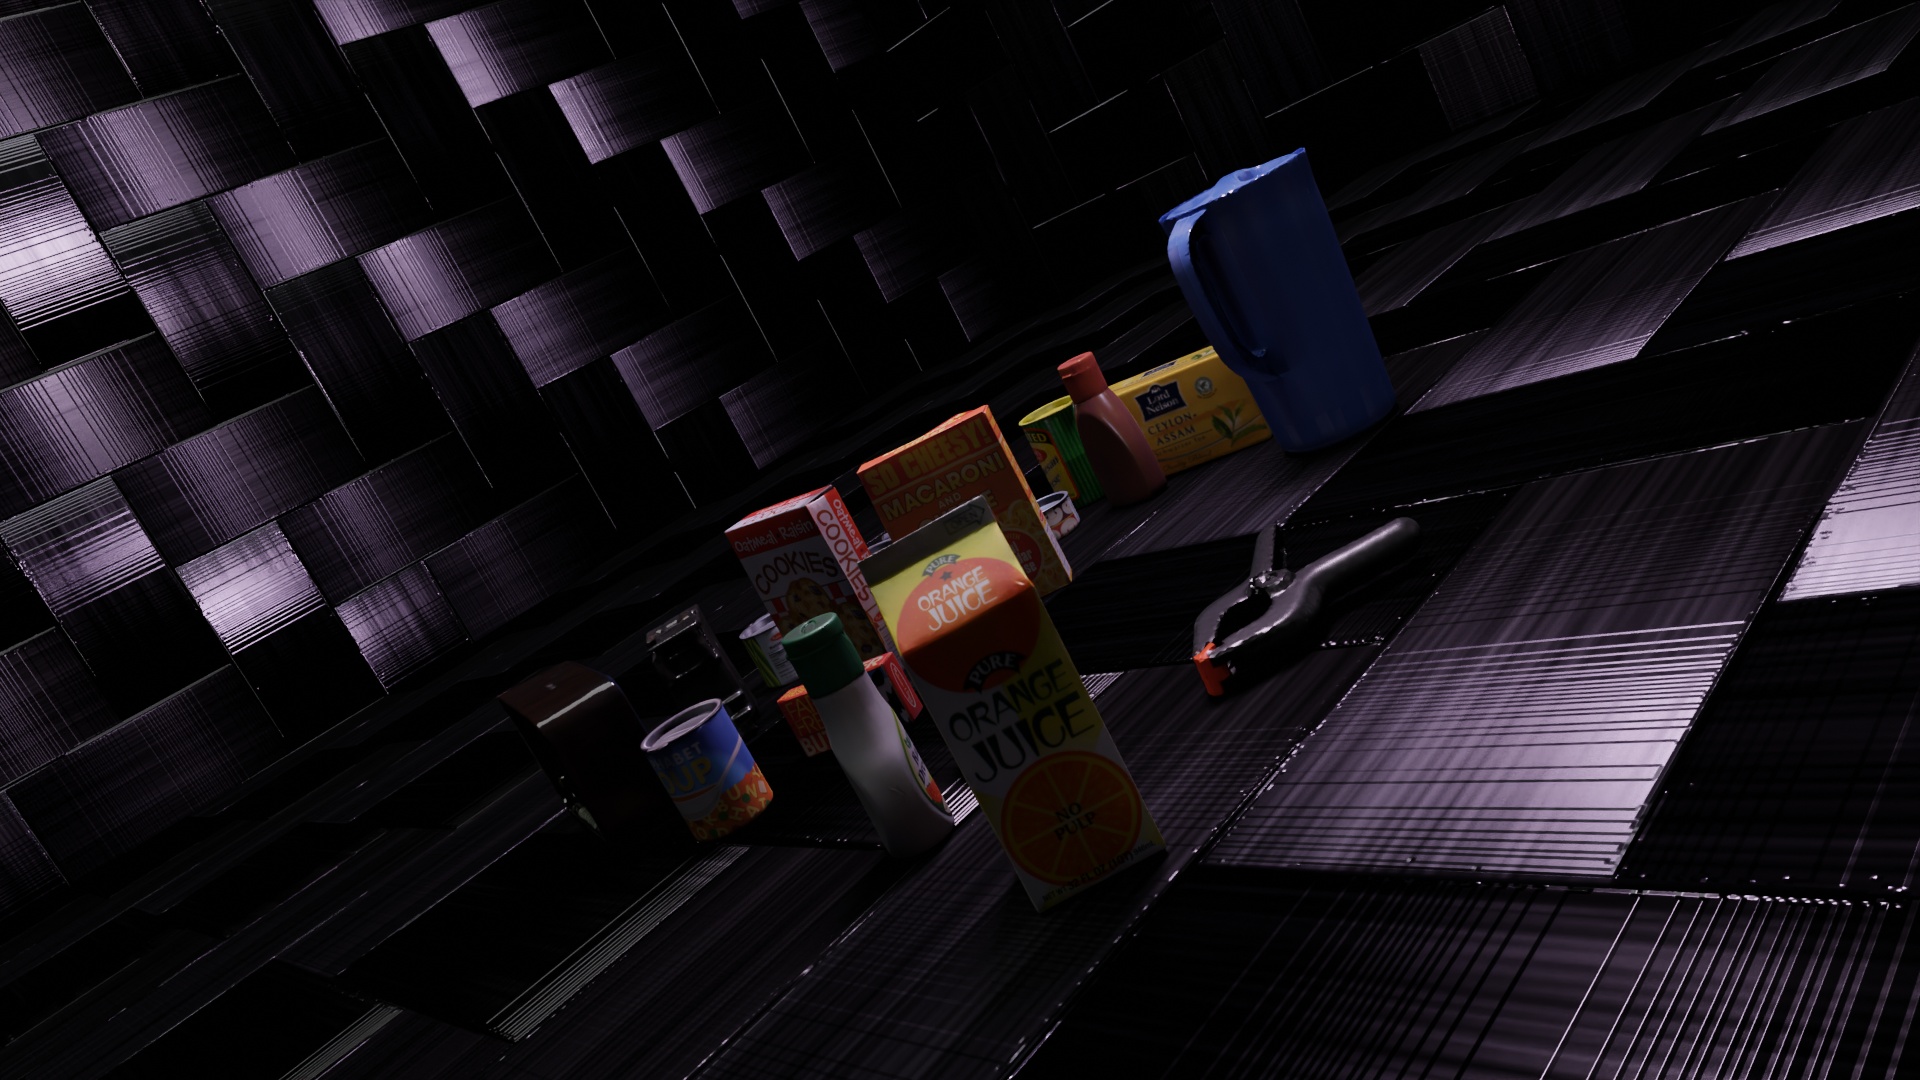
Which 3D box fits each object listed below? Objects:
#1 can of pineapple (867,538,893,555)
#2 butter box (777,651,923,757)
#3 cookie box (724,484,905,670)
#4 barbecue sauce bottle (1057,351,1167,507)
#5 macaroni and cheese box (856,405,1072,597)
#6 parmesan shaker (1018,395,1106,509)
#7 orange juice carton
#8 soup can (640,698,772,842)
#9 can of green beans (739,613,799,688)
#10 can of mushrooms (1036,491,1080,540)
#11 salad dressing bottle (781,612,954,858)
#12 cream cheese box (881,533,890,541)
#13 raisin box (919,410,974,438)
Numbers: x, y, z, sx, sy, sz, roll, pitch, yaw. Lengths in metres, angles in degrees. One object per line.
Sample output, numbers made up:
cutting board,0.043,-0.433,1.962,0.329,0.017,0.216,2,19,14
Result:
can of pineapple,-0.078,0.037,1.417,0.071,0.057,0.071,-26,12,6
butter box,-0.085,0.126,1.062,0.103,0.053,0.024,-22,13,26
cookie box,-0.120,0.044,1.210,0.122,0.167,0.040,-16,16,45
barbecue sauce bottle,0.140,-0.106,1.322,0.044,0.148,0.064,-36,14,-36
macaroni and cheese box,0.004,-0.015,1.190,0.123,0.166,0.040,-25,11,10
parmesan shaker,0.113,-0.089,1.423,0.071,0.103,0.071,-26,11,6
orange juice carton,0.023,0.077,0.688,0.072,0.192,0.073,-28,11,-1
soup can,-0.187,0.171,1.021,0.071,0.083,0.071,-26,11,6
can of green beans,-0.171,0.102,1.344,0.071,0.057,0.071,-26,12,6
can of mushrooms,0.080,-0.018,1.361,0.071,0.033,0.071,-26,12,6
salad dressing bottle,-0.055,0.114,0.815,0.044,0.147,0.064,-28,11,-1
cream cheese box,-0.026,-0.004,1.486,0.104,0.053,0.024,-27,11,2
raisin box,0.004,-0.070,1.533,0.086,0.123,0.040,-34,13,-28
